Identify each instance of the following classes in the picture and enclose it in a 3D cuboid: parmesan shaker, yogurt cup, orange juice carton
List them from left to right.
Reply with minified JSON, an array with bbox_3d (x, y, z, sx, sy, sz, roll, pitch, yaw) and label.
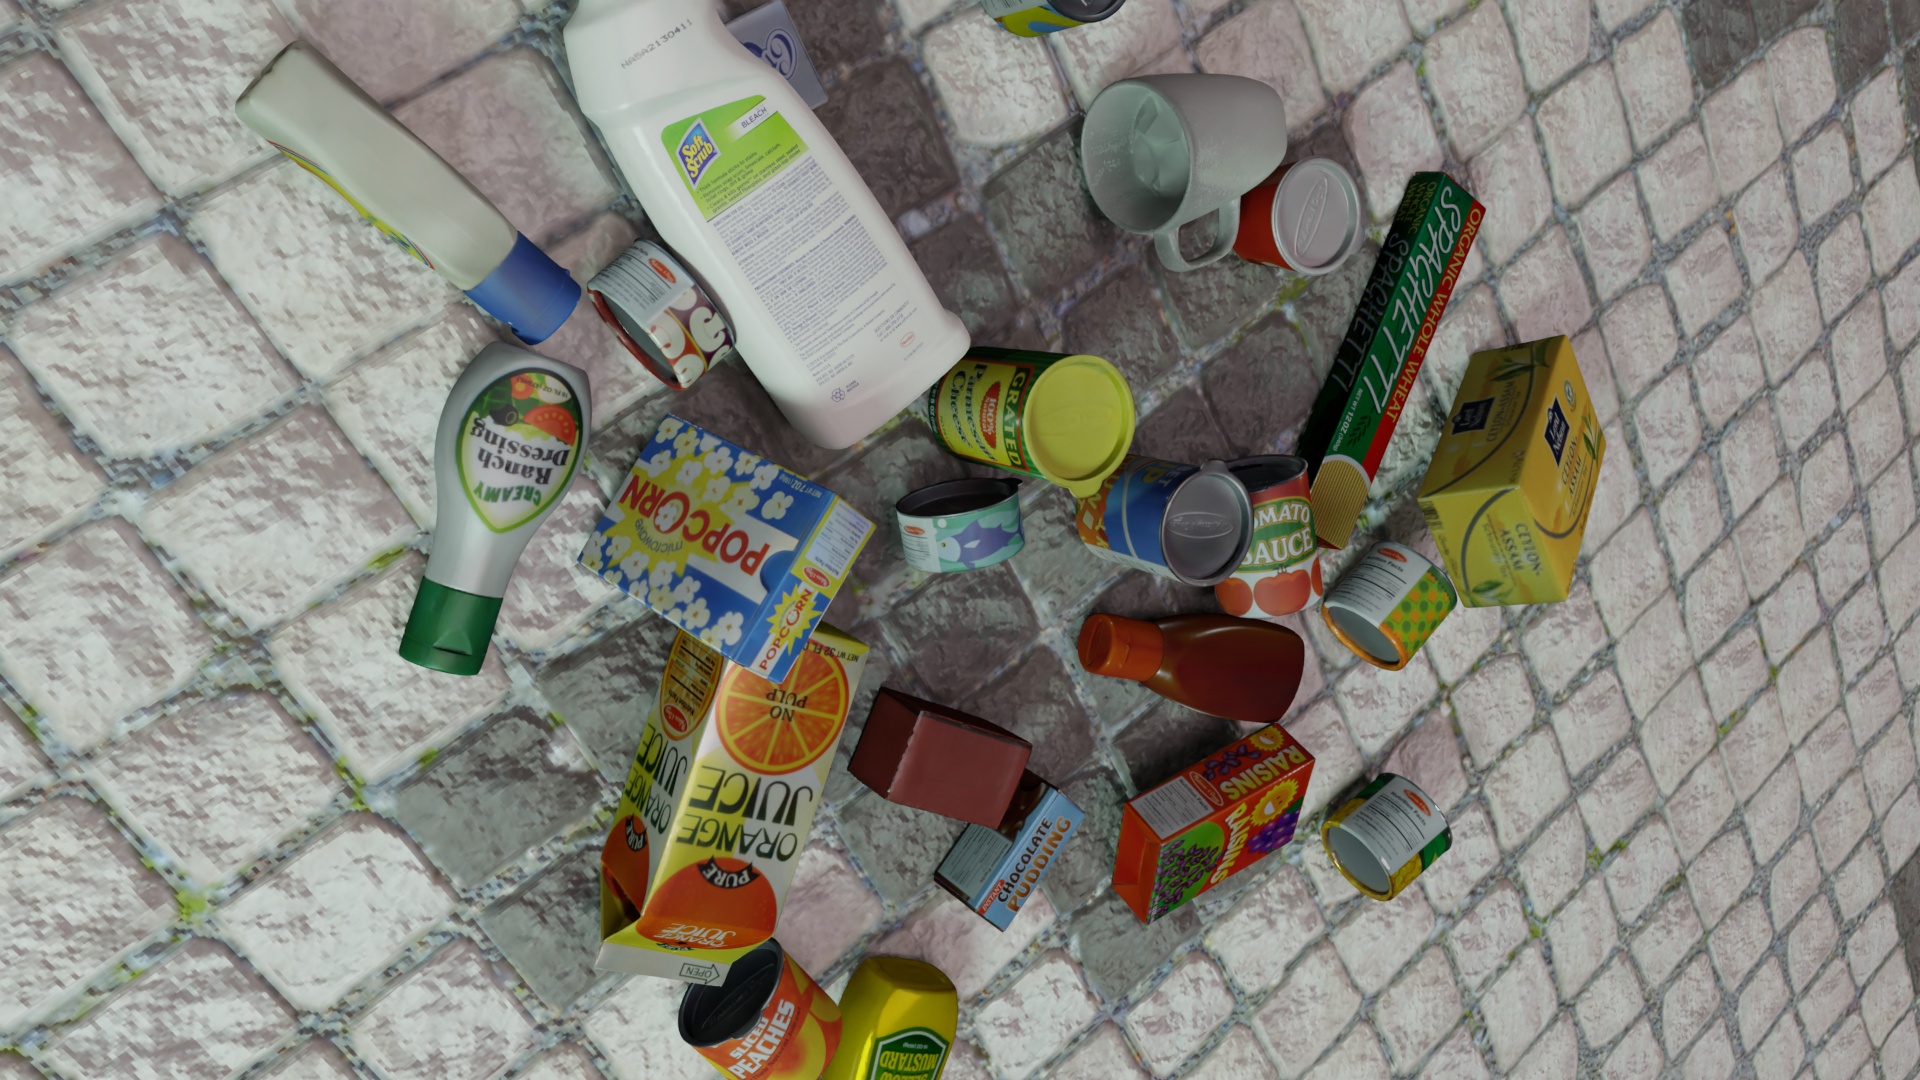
[{"bbox_3d":[-0.119,0.126,0.689,0.072,0.073,0.192,19,90,-32],"label":"orange juice carton"},{"bbox_3d":[0.034,-0.064,0.725,0.071,0.103,0.071,-6,102,-29],"label":"parmesan shaker"},{"bbox_3d":[0.195,-0.192,0.823,0.072,0.054,0.072,-6,102,-29],"label":"yogurt cup"}]

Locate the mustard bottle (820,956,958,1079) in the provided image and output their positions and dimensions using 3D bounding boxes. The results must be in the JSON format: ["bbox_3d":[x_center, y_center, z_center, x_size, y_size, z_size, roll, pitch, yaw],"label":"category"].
[{"bbox_3d":[-0.049,0.317,0.779,0.065,0.049,0.160,15,92,-30],"label":"mustard bottle"}]

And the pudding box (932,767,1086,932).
[{"bbox_3d":[0.028,0.175,0.797,0.030,0.050,0.084,43,77,-31],"label":"pudding box"}]

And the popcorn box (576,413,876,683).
[{"bbox_3d":[-0.110,0.001,0.639,0.085,0.127,0.038,-59,141,-8],"label":"popcorn box"}]

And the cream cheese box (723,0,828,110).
[{"bbox_3d":[-0.118,-0.210,0.656,0.104,0.024,0.053,-35,116,-20],"label":"cream cheese box"}]

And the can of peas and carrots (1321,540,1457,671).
[{"bbox_3d":[0.281,0.045,0.910,0.059,0.071,0.070,-46,118,-14],"label":"can of peas and carrots"}]

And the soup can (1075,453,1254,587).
[{"bbox_3d":[0.116,-0.016,0.793,0.071,0.084,0.071,-6,102,-29],"label":"soup can"}]

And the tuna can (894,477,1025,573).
[{"bbox_3d":[0.003,-0.009,0.739,0.071,0.071,0.032,-18,109,-26],"label":"tuna can"}]

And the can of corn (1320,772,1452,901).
[{"bbox_3d":[0.288,0.203,0.945,0.058,0.071,0.071,-33,114,-20],"label":"can of corn"}]

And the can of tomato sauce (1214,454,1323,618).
[{"bbox_3d":[0.183,-0.002,0.842,0.071,0.071,0.082,-21,110,-25],"label":"can of tomato sauce"}]

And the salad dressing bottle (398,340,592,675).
[{"bbox_3d":[-0.212,-0.014,0.626,0.064,0.044,0.147,18,90,-33],"label":"salad dressing bottle"}]

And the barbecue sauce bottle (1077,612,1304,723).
[{"bbox_3d":[0.141,0.073,0.848,0.149,0.044,0.064,12,98,-31],"label":"barbecue sauce bottle"}]

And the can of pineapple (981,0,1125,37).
[{"bbox_3d":[0.050,-0.298,0.718,0.071,0.058,0.071,-6,103,-29],"label":"can of pineapple"}]

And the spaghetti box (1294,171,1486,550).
[{"bbox_3d":[0.270,-0.117,0.896,0.050,0.029,0.250,26,86,-32],"label":"spaghetti box"}]

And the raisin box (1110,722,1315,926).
[{"bbox_3d":[0.156,0.174,0.860,0.124,0.040,0.085,-22,135,-25],"label":"raisin box"}]

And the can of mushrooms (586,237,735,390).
[{"bbox_3d":[-0.138,-0.102,0.642,0.033,0.071,0.071,-45,118,-15],"label":"can of mushrooms"}]

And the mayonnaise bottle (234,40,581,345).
[{"bbox_3d":[-0.228,-0.142,0.585,0.148,0.065,0.041,43,81,-33],"label":"mayonnaise bottle"}]

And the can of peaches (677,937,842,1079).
[{"bbox_3d":[-0.103,0.251,0.723,0.071,0.071,0.058,-44,118,-16],"label":"can of peaches"}]
